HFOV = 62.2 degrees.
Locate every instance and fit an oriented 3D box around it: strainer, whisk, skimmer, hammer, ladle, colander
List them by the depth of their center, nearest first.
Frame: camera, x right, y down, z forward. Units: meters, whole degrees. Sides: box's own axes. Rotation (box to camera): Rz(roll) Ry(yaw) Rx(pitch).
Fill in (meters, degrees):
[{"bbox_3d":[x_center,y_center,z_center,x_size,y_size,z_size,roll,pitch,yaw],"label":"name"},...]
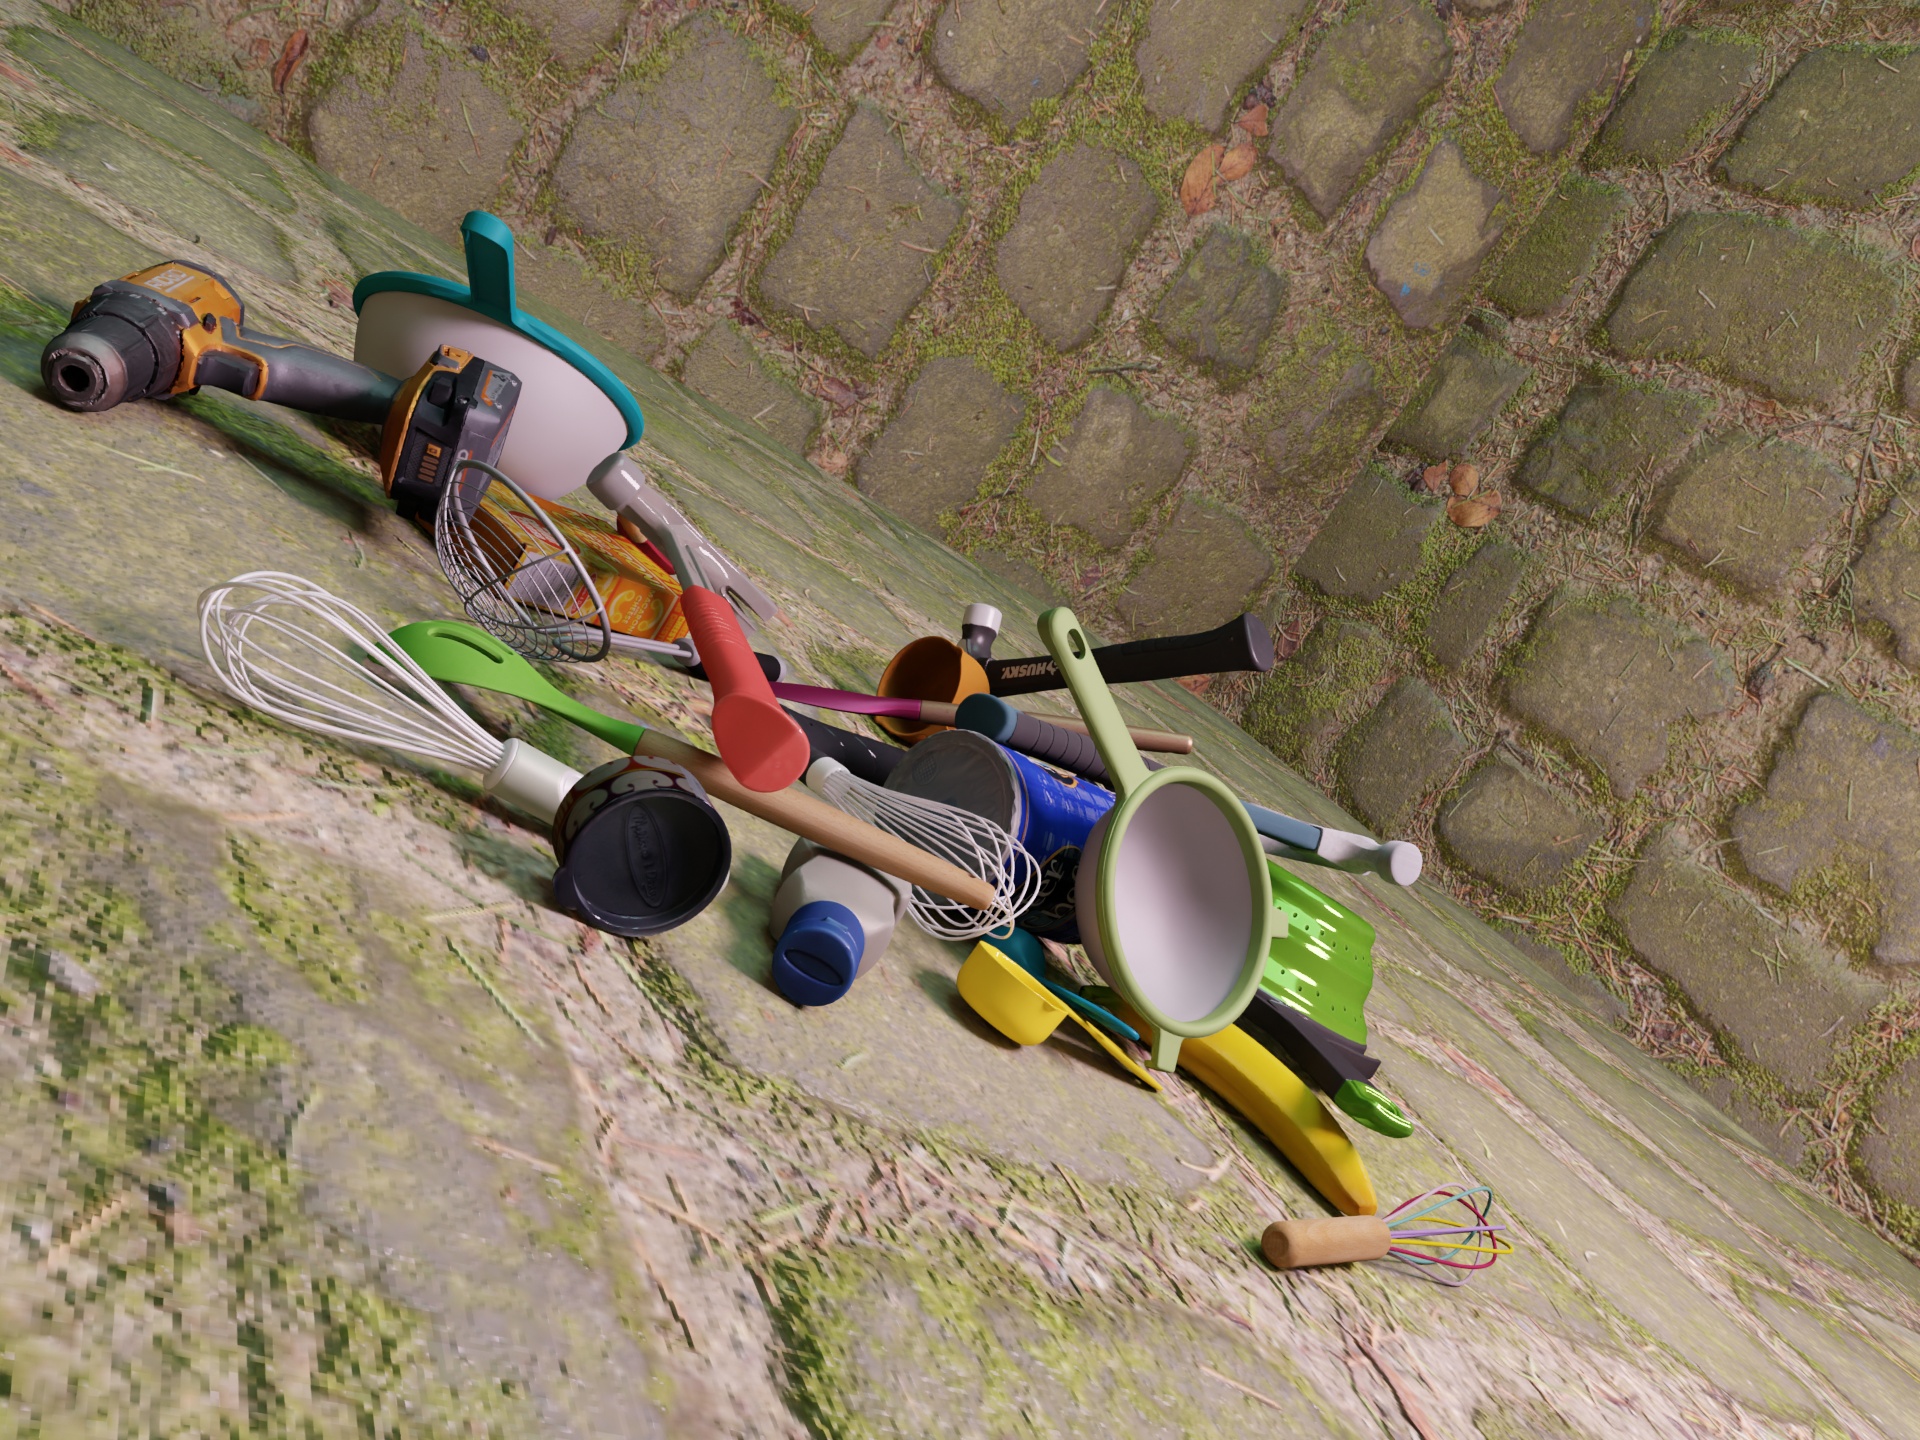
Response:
[{"bbox_3d":[-0.196,0.013,0.657,0.246,0.059,0.058,34,47,-28],"label":"whisk"},{"bbox_3d":[0.225,0.266,0.819,0.244,0.051,0.047,19,23,-48],"label":"whisk"},{"bbox_3d":[-0.127,-0.045,0.861,0.149,0.036,0.359,46,3,-28],"label":"hammer"},{"bbox_3d":[0.085,0.057,0.889,0.151,0.069,0.256,-38,108,-41],"label":"strainer"},{"bbox_3d":[-0.056,0.046,0.900,0.070,0.070,0.285,25,5,-44],"label":"whisk"},{"bbox_3d":[-0.186,-0.073,0.980,0.127,0.090,0.363,37,10,21],"label":"skimmer"},{"bbox_3d":[0.228,0.164,1.034,0.204,0.094,0.397,32,2,-7],"label":"colander"},{"bbox_3d":[-0.317,-0.219,1.036,0.211,0.095,0.340,24,-13,-10],"label":"strainer"},{"bbox_3d":[0.145,0.046,1.052,0.330,0.033,0.128,20,-6,-27],"label":"hammer"},{"bbox_3d":[0.016,0.051,1.142,0.408,0.036,0.149,20,33,-45],"label":"hammer"},{"bbox_3d":[-0.234,-0.140,1.159,0.069,0.031,0.315,40,-5,-6],"label":"ladle"},{"bbox_3d":[0.102,-0.036,1.228,0.035,0.146,0.335,26,-20,-37],"label":"hammer"}]

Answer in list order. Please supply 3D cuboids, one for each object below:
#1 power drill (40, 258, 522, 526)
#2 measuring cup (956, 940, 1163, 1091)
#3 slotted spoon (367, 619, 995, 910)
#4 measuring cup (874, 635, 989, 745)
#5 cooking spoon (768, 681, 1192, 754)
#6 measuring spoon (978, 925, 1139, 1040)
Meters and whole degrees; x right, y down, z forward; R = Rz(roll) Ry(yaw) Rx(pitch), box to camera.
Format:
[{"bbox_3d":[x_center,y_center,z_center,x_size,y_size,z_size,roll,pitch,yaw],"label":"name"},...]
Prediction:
[{"bbox_3d":[-0.373,-0.183,0.884,0.226,0.084,0.185,19,21,-15],"label":"power drill"},{"bbox_3d":[0.054,0.165,0.823,0.156,0.029,0.062,42,-2,-34],"label":"measuring cup"},{"bbox_3d":[-0.127,0.020,0.751,0.313,0.031,0.070,25,9,-4],"label":"slotted spoon"},{"bbox_3d":[-0.005,0.012,1.258,0.052,0.095,0.174,31,27,-47],"label":"measuring cup"},{"bbox_3d":[-0.002,-0.003,1.076,0.319,0.017,0.069,7,-1,0],"label":"cooking spoon"},{"bbox_3d":[0.057,0.138,0.852,0.042,0.021,0.129,45,-14,-36],"label":"measuring spoon"}]
